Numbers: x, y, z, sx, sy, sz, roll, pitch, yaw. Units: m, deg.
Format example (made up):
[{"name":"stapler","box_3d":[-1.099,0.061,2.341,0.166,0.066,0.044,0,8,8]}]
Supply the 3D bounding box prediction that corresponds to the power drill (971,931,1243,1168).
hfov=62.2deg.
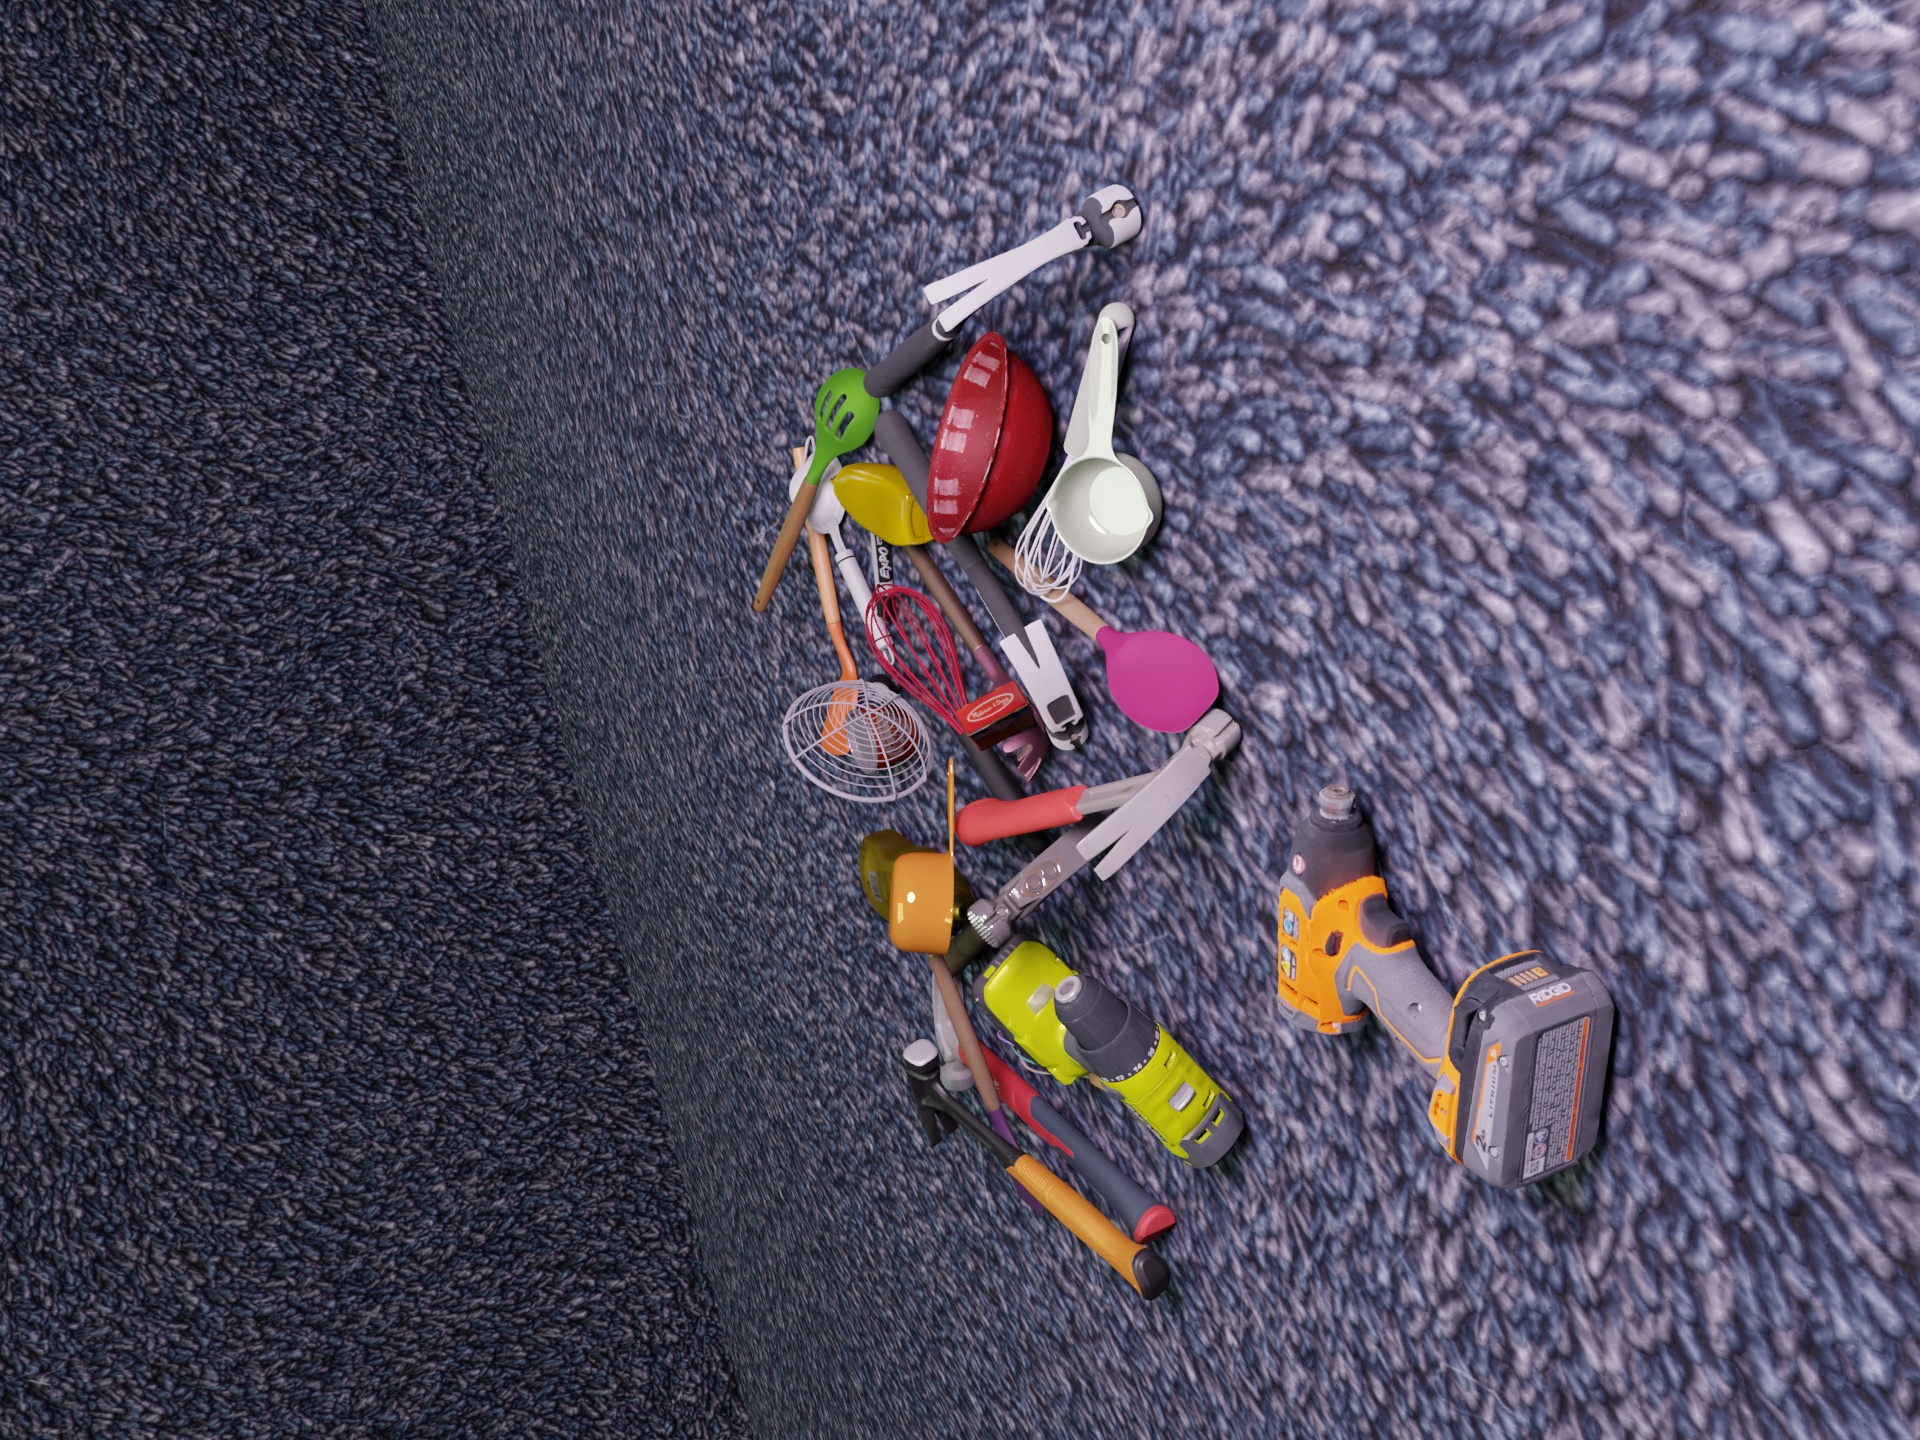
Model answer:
[{"name":"power drill","box_3d":[0.102,0.245,1.254,0.190,0.080,0.229,47,167,-23]}]

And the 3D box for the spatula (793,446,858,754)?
[{"name":"spatula","box_3d":[-0.146,-0.125,1.674,0.081,0.041,0.322,9,112,64]}]

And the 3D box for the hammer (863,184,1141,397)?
[{"name":"hammer","box_3d":[-0.008,-0.297,1.200,0.036,0.149,0.409,61,164,-8]}]

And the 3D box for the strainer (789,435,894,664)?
[{"name":"strainer","box_3d":[-0.120,-0.171,1.595,0.087,0.050,0.258,-37,74,49]}]

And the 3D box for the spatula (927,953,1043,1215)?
[{"name":"spatula","box_3d":[0.025,0.342,1.489,0.060,0.018,0.315,23,137,57]}]

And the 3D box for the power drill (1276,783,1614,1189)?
[{"name":"power drill","box_3d":[0.265,0.144,0.924,0.227,0.084,0.164,-140,42,-57]}]

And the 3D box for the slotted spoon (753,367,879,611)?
[{"name":"slotted spoon","box_3d":[-0.153,-0.215,1.562,0.070,0.031,0.313,46,135,16]}]

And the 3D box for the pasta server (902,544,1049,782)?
[{"name":"pasta server","box_3d":[0.000,-0.075,1.399,0.317,0.040,0.060,58,-176,34]}]

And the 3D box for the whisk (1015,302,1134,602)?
[{"name":"whisk","box_3d":[0.085,-0.187,1.144,0.059,0.058,0.246,50,142,35]}]

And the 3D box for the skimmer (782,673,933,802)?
[{"name":"skimmer","box_3d":[-0.086,0.005,1.434,0.363,0.127,0.090,-114,44,-85]}]

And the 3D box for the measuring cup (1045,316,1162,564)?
[{"name":"measuring cup","box_3d":[0.104,-0.192,1.092,0.083,0.038,0.167,12,112,30]}]

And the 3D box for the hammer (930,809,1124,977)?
[{"name":"hammer","box_3d":[0.038,0.171,1.411,0.038,0.146,0.410,50,162,7]}]

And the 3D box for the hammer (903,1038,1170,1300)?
[{"name":"hammer","box_3d":[0.065,0.416,1.436,0.337,0.034,0.127,29,142,47]}]

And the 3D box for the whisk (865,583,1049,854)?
[{"name":"whisk","box_3d":[-0.002,-0.005,1.421,0.296,0.073,0.073,58,152,18]}]

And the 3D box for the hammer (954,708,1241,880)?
[{"name":"hammer","box_3d":[0.070,0.072,1.210,0.036,0.149,0.359,51,157,-8]}]

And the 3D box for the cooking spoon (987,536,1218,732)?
[{"name":"cooking spoon","box_3d":[0.096,-0.075,1.200,0.017,0.069,0.319,41,-177,-39]}]

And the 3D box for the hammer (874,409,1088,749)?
[{"name":"hammer","box_3d":[0.006,-0.134,1.291,0.335,0.035,0.146,61,-179,31]}]

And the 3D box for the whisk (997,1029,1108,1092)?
[{"name":"whisk","box_3d":[0.112,0.304,1.398,0.245,0.051,0.047,12,137,58]}]

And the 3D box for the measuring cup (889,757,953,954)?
[{"name":"measuring cup","box_3d":[-0.033,0.115,1.358,0.095,0.052,0.173,-107,19,-77]}]

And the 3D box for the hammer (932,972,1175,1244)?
[{"name":"hammer","box_3d":[0.076,0.362,1.502,0.387,0.038,0.143,29,129,57]}]
